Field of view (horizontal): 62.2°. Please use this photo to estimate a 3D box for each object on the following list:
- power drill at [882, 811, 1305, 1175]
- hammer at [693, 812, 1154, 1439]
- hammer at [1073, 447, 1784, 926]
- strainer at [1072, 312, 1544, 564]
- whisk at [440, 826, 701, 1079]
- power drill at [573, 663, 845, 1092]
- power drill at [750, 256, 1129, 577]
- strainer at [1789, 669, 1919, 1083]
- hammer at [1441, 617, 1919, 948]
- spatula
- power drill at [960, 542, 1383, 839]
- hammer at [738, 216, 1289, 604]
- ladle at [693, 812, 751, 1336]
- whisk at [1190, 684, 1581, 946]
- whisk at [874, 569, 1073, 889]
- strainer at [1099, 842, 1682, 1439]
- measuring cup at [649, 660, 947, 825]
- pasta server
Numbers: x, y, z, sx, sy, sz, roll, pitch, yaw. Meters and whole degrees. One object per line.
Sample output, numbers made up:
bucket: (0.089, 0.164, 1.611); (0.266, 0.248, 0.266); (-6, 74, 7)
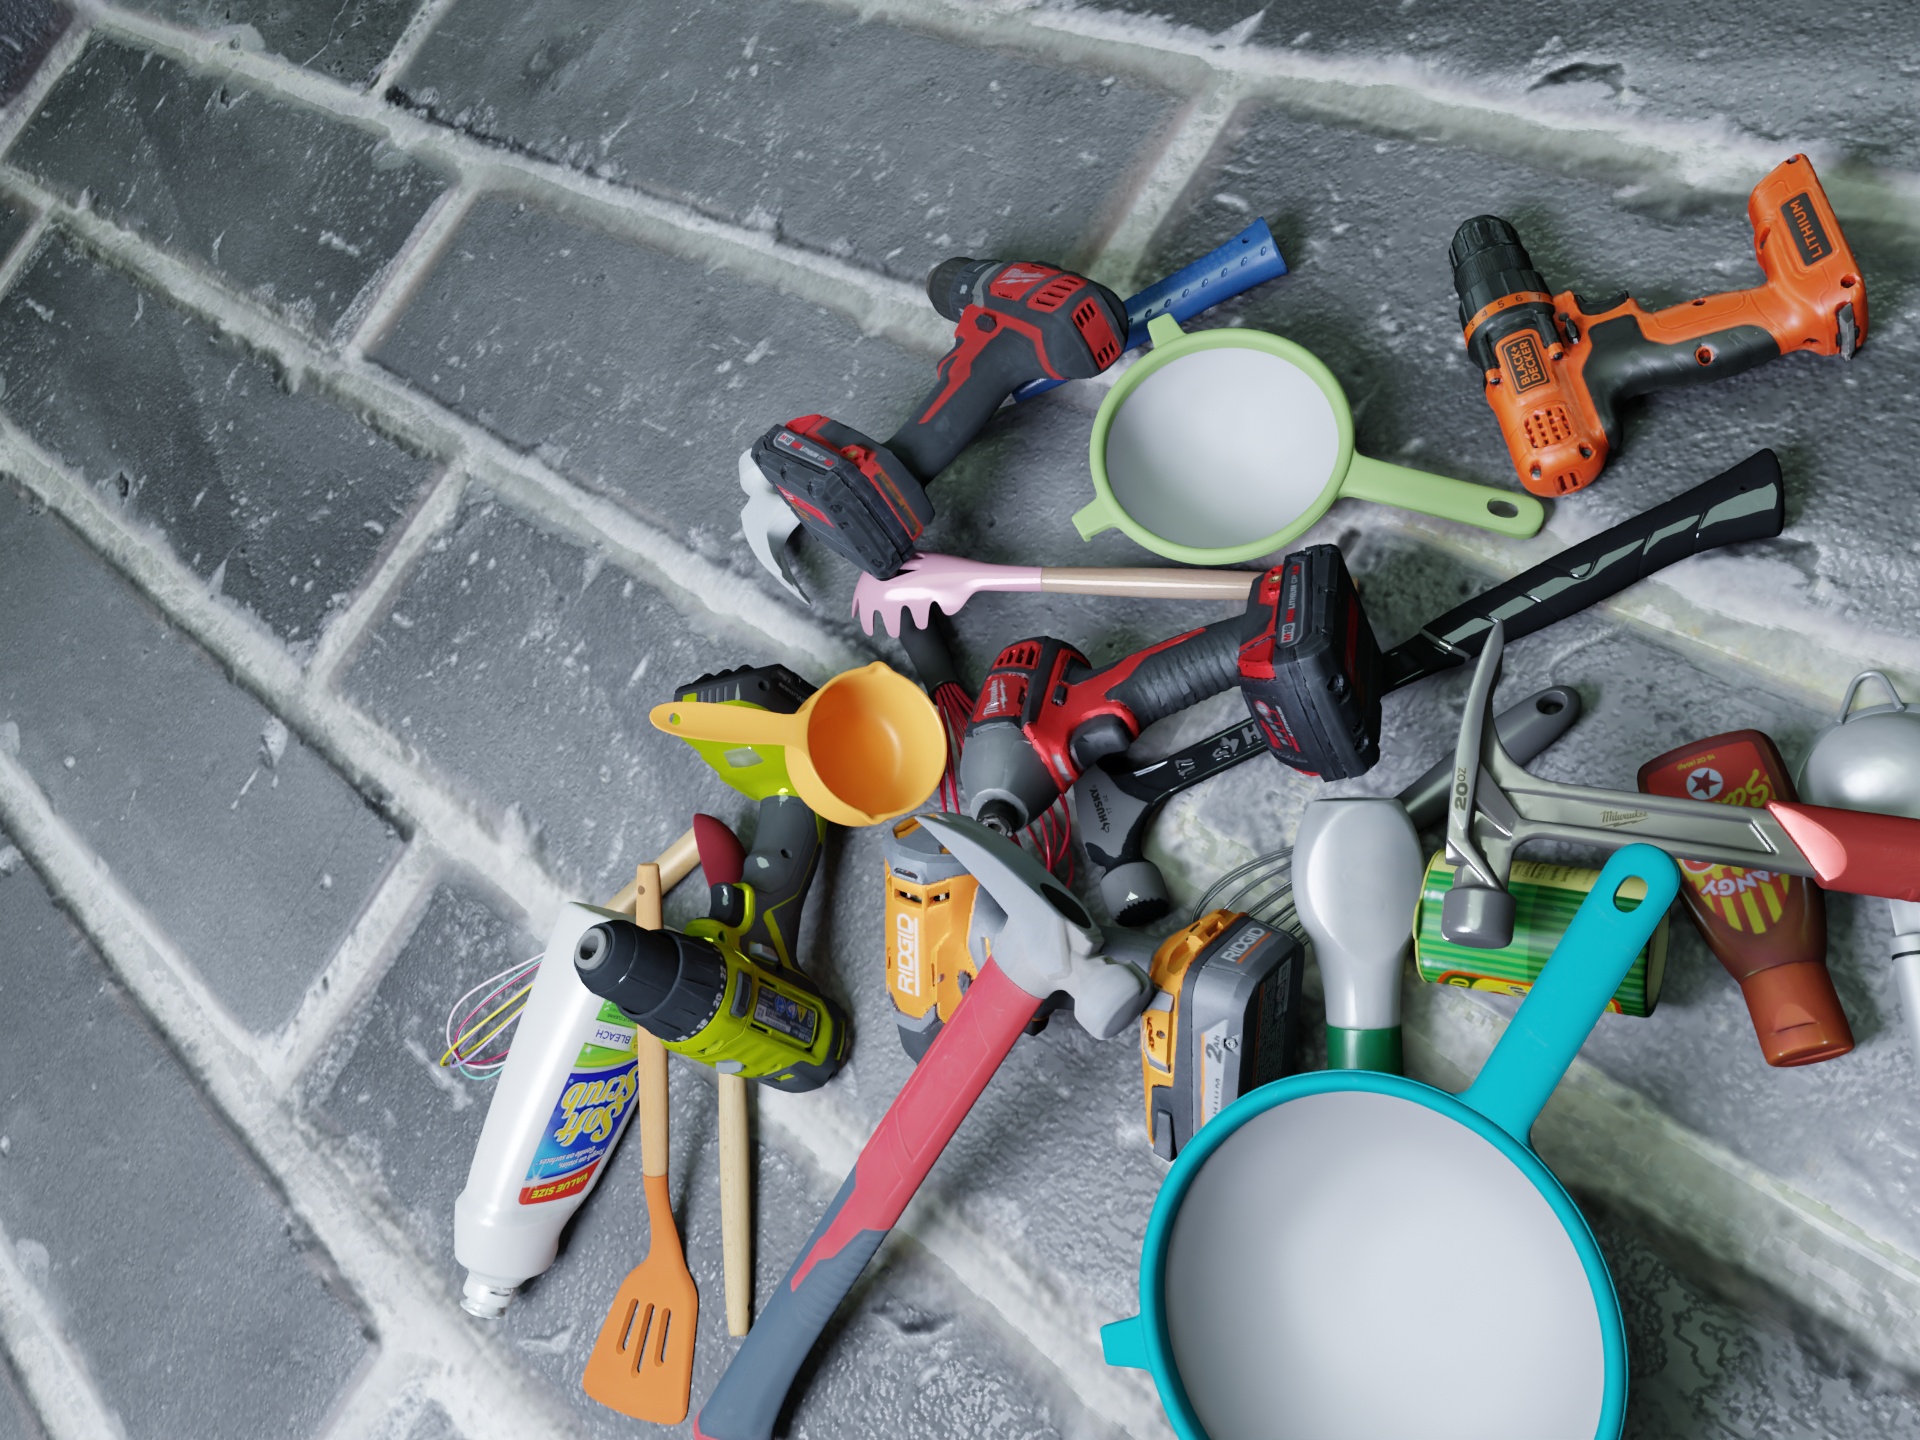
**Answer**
power drill: (0.057, 0.152, 0.831); (0.227, 0.084, 0.164); (15, 117, 32)
hammer: (-0.053, 0.231, 0.821); (0.143, 0.038, 0.386); (43, 114, 28)
hammer: (0.241, -0.035, 0.860); (0.409, 0.036, 0.149); (-27, 56, 17)
strainer: (0.203, -0.135, 0.920); (0.256, 0.069, 0.151); (17, 76, 17)
whisk: (-0.254, 0.153, 1.061); (0.245, 0.047, 0.051); (-42, 53, 4)
power drill: (-0.132, 0.087, 0.930); (0.080, 0.190, 0.229); (-11, 58, 32)
power drill: (-0.022, -0.211, 1.012); (0.227, 0.080, 0.188); (-44, 39, -8)
strainer: (0.416, 0.091, 0.695); (0.087, 0.050, 0.259); (-19, 62, 40)
hammer: (0.394, 0.049, 0.672); (0.359, 0.036, 0.149); (8, 75, 18)
spatula: (-0.185, 0.245, 0.935); (0.081, 0.041, 0.322); (2, 96, 31)
power drill: (0.102, -0.006, 0.833); (0.219, 0.078, 0.143); (-15, 31, 26)
hammer: (0.026, -0.212, 1.060); (0.405, 0.035, 0.144); (-26, 49, 17)
ladle: (-0.140, 0.206, 0.967); (0.031, 0.069, 0.316); (-8, 69, 8)
whisk: (0.219, 0.055, 0.826); (0.239, 0.055, 0.055); (-36, 55, 6)
whisk: (-0.002, -0.003, 0.976); (0.073, 0.073, 0.296); (-35, 50, 12)
strainer: (0.222, 0.205, 0.697); (0.211, 0.095, 0.340); (34, 101, 32)
measuring cup: (-0.096, 0.013, 0.905); (0.052, 0.173, 0.095); (149, 125, -62)
pasta server: (0.078, -0.079, 0.956); (0.316, 0.040, 0.060); (3, 51, 19)
